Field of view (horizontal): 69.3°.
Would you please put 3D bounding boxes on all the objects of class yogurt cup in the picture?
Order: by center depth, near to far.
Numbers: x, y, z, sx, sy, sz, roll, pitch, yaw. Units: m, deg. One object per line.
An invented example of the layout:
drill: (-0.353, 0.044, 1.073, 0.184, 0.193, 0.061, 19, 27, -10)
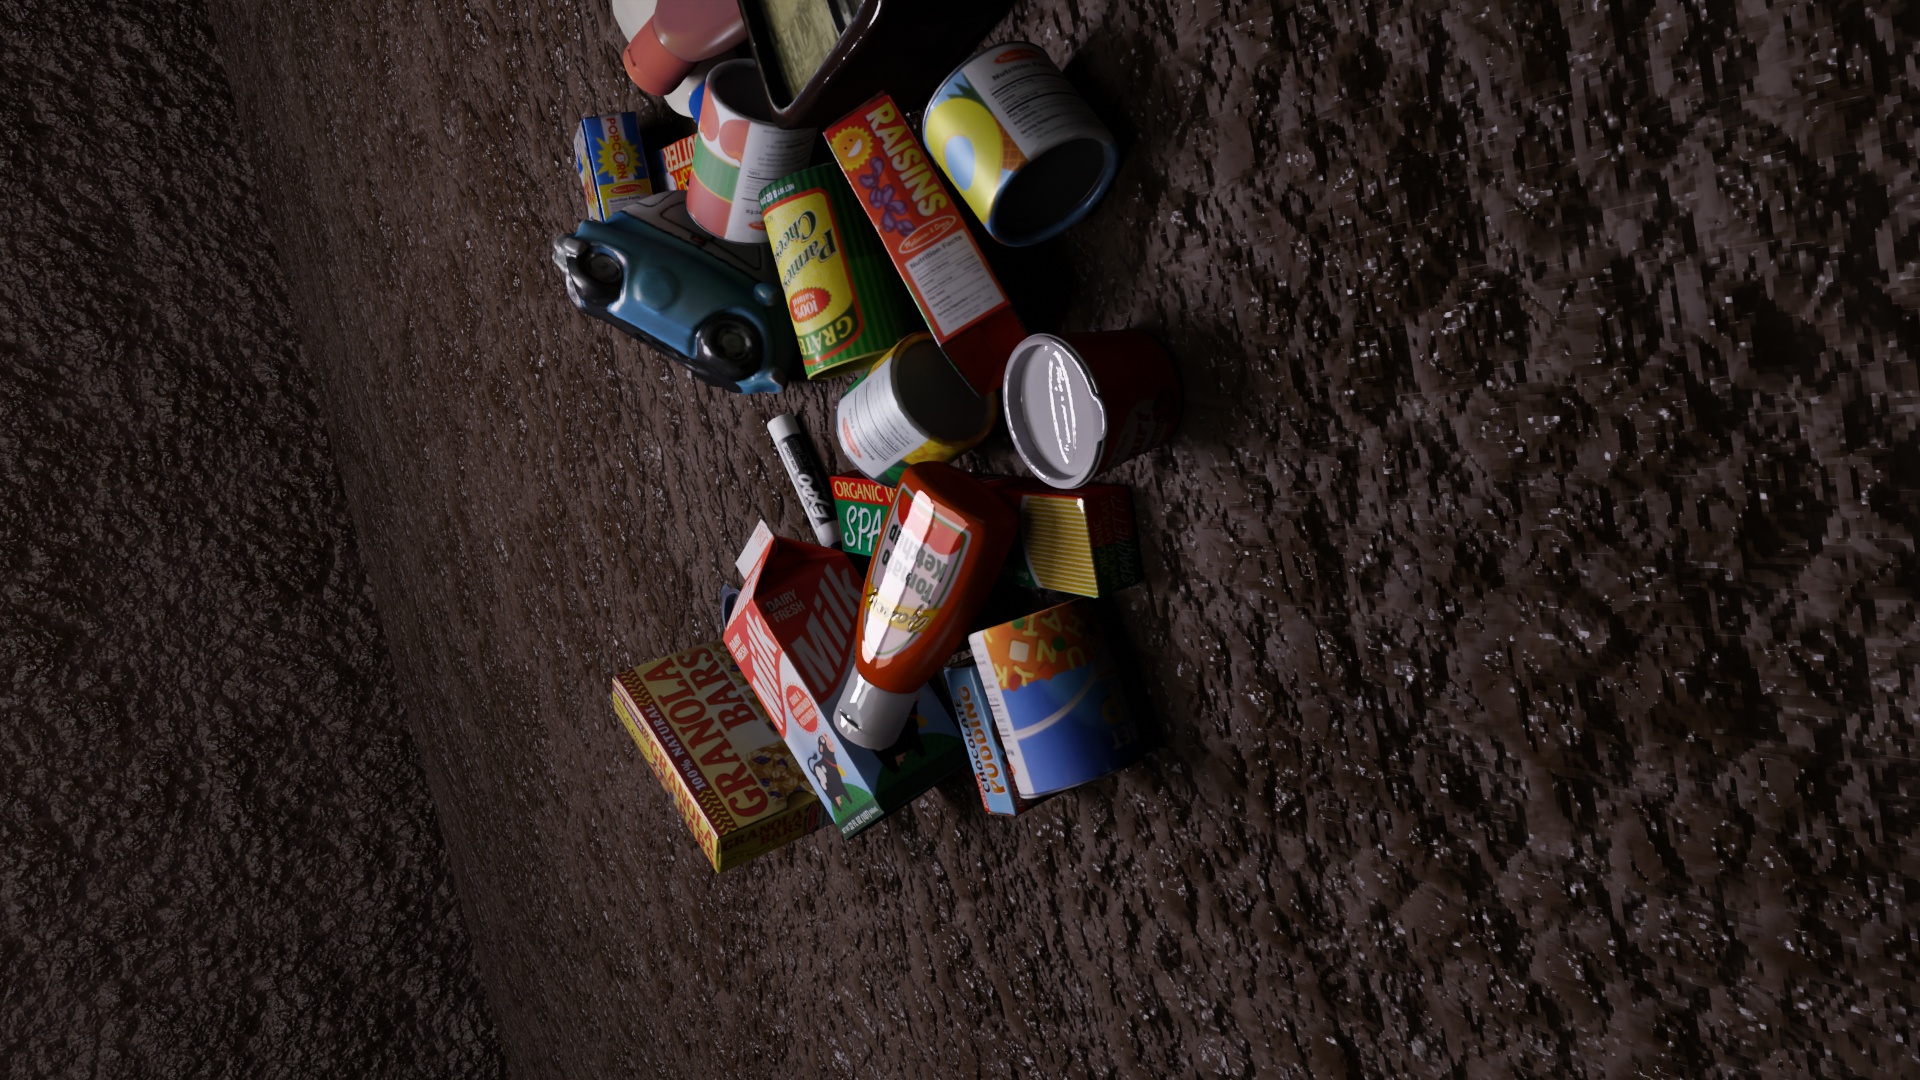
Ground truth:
yogurt cup: (0.059, -0.061, 0.608, 0.072, 0.054, 0.072, 32, 130, 47)

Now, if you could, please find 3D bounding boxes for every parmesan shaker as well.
parmesan shaker: (-0.066, -0.145, 0.751, 0.071, 0.071, 0.103, -13, 94, 59)

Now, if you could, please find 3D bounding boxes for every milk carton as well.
milk carton: (-0.081, 0.079, 0.856, 0.191, 0.074, 0.072, 57, 147, 10)

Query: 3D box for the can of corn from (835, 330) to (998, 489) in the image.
can of corn: (-0.020, -0.068, 0.719, 0.058, 0.071, 0.071, -31, 78, 52)

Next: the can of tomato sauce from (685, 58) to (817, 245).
can of tomato sauce: (-0.120, -0.224, 0.799, 0.071, 0.071, 0.082, 55, 144, 27)

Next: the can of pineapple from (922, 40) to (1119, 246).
can of pineapple: (0.026, -0.168, 0.597, 0.058, 0.071, 0.070, 58, 146, 23)

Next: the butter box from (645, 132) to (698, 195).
butter box: (-0.175, -0.238, 0.920, 0.103, 0.024, 0.053, 6, 111, 57)

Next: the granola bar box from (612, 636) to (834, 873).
granola bar box: (-0.152, 0.139, 0.971, 0.166, 0.125, 0.038, 46, 141, 36)

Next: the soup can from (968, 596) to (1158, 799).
soup can: (0.050, 0.075, 0.682, 0.071, 0.071, 0.084, -24, 84, 59)

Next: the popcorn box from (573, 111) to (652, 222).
popcorn box: (-0.242, -0.249, 0.975, 0.127, 0.038, 0.085, -153, 51, -70)

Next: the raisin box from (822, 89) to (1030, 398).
raisin box: (-0.011, -0.138, 0.656, 0.123, 0.040, 0.086, 62, -173, 16)

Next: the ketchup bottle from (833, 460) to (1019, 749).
ketchup bottle: (-0.023, 0.037, 0.701, 0.065, 0.044, 0.148, 38, 118, 30)

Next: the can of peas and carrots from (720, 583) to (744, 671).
can of peas and carrots: (-0.124, 0.055, 0.949, 0.071, 0.059, 0.070, 31, 129, 48)

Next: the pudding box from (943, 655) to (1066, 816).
pudding box: (0.027, 0.099, 0.741, 0.030, 0.050, 0.083, -13, 93, 57)

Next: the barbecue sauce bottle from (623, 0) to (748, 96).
barbecue sauce bottle: (-0.137, -0.303, 0.773, 0.148, 0.044, 0.065, -27, 81, 43)

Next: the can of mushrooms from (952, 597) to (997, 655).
can of mushrooms: (-0.013, 0.045, 0.761, 0.071, 0.071, 0.033, -12, 95, 59)

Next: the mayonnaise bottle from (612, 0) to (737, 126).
mayonnaise bottle: (-0.168, -0.301, 0.862, 0.148, 0.041, 0.064, 58, 142, 20)

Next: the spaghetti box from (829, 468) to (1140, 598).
spaghetti box: (0.003, -0.009, 0.747, 0.250, 0.029, 0.050, 8, 111, 56)
